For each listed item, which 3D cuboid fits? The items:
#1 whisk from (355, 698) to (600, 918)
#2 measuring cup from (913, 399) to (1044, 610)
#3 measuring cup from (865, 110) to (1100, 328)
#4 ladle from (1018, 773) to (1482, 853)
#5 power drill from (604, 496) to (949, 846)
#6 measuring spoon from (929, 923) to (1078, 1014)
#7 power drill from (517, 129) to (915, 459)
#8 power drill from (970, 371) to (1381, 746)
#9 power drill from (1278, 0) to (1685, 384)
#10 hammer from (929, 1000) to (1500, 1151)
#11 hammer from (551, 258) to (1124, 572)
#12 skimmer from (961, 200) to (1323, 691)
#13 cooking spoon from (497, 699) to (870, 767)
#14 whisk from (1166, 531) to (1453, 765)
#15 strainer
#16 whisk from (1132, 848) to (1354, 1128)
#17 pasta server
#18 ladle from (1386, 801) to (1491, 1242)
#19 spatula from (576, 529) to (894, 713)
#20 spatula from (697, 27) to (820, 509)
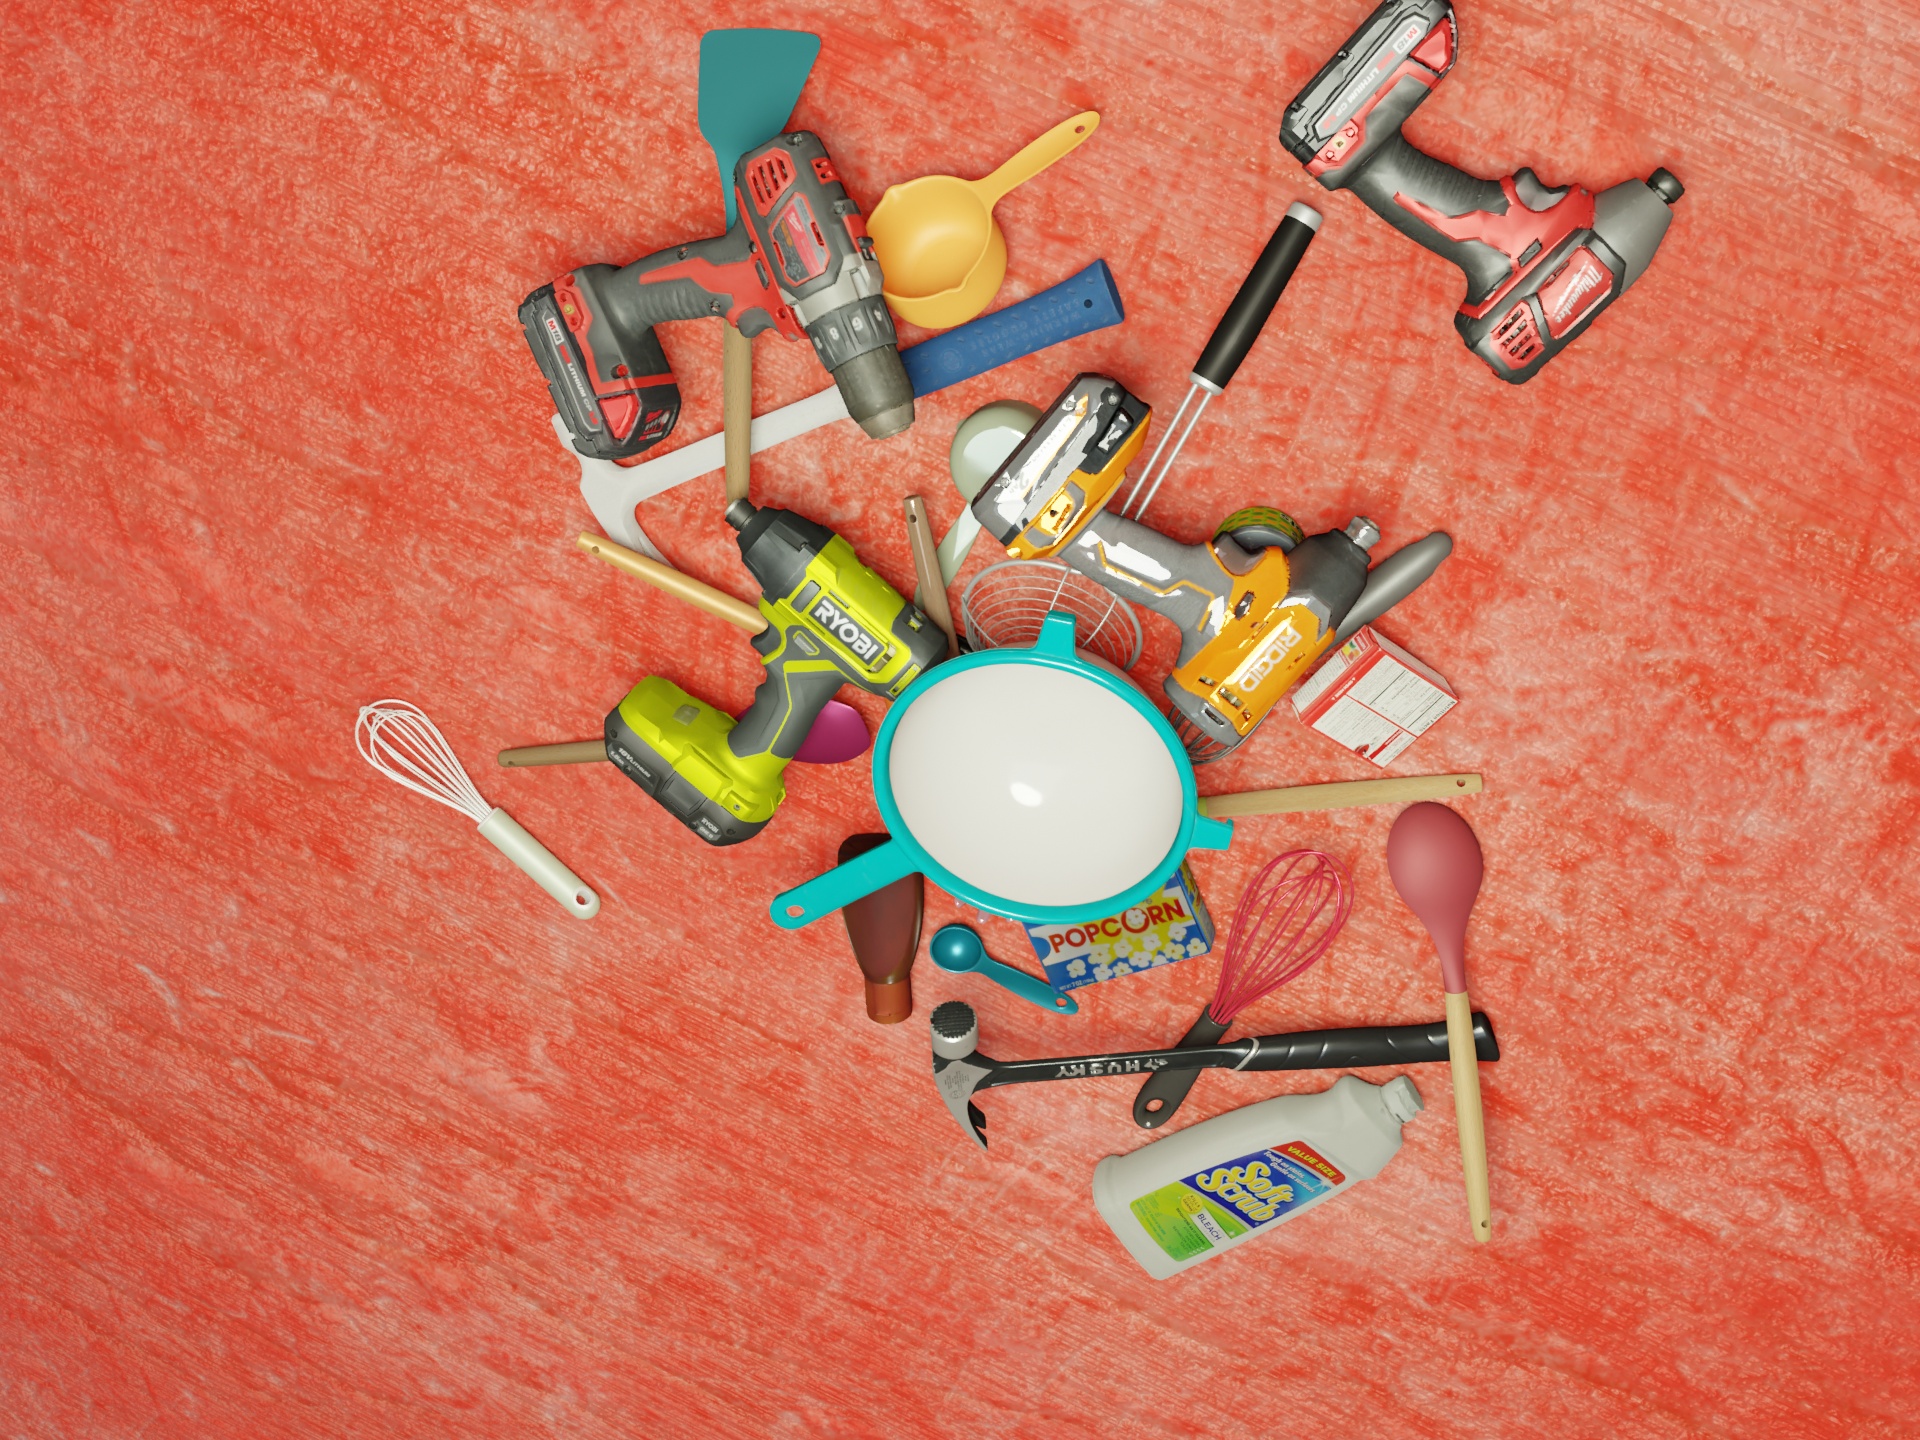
[{"bbox_3d":[-0.384,0.073,1.270,0.246,0.058,0.059,44,149,-9],"label":"whisk"},{"bbox_3d":[0.008,-0.140,1.086,0.083,0.038,0.167,32,113,0],"label":"measuring cup"},{"bbox_3d":[0.020,-0.317,1.004,0.173,0.052,0.095,-34,66,6],"label":"measuring cup"},{"bbox_3d":[0.198,0.056,1.110,0.320,0.062,0.078,-6,77,13],"label":"ladle"},{"bbox_3d":[-0.139,-0.033,1.094,0.171,0.080,0.223,41,117,-7],"label":"power drill"},{"bbox_3d":[0.035,0.192,1.229,0.128,0.021,0.042,28,116,-8],"label":"measuring spoon"},{"bbox_3d":[-0.145,-0.237,1.000,0.226,0.080,0.188,-20,98,24],"label":"power drill"},{"bbox_3d":[0.137,-0.112,0.976,0.226,0.084,0.164,40,103,-8],"label":"power drill"},{"bbox_3d":[0.303,-0.317,0.926,0.219,0.079,0.143,42,115,-8],"label":"power drill"},{"bbox_3d":[0.185,0.247,1.149,0.409,0.036,0.149,-4,133,1],"label":"hammer"},{"bbox_3d":[-0.082,-0.211,1.083,0.405,0.035,0.144,-18,106,20],"label":"hammer"},{"bbox_3d":[0.124,-0.172,1.050,0.127,0.090,0.363,27,105,-10],"label":"skimmer"},{"bbox_3d":[-0.216,0.019,1.203,0.319,0.017,0.068,-5,130,22],"label":"cooking spoon"},{"bbox_3d":[0.231,-0.047,1.069,0.239,0.055,0.055,-40,98,19],"label":"whisk"},{"bbox_3d":[0.006,0.052,1.079,0.340,0.095,0.211,-29,111,30],"label":"strainer"},{"bbox_3d":[0.199,0.204,1.170,0.073,0.073,0.295,28,122,2],"label":"whisk"},{"bbox_3d":[-0.002,-0.004,1.115,0.060,0.040,0.316,-5,113,19],"label":"pasta server"},{"bbox_3d":[0.346,0.213,1.107,0.069,0.031,0.315,-10,97,-8],"label":"ladle"},{"bbox_3d":[-0.124,-0.057,1.134,0.322,0.041,0.081,25,116,-10],"label":"spatula"},{"bbox_3d":[-0.141,-0.287,1.047,0.082,0.044,0.317,7,108,13],"label":"spatula"}]
